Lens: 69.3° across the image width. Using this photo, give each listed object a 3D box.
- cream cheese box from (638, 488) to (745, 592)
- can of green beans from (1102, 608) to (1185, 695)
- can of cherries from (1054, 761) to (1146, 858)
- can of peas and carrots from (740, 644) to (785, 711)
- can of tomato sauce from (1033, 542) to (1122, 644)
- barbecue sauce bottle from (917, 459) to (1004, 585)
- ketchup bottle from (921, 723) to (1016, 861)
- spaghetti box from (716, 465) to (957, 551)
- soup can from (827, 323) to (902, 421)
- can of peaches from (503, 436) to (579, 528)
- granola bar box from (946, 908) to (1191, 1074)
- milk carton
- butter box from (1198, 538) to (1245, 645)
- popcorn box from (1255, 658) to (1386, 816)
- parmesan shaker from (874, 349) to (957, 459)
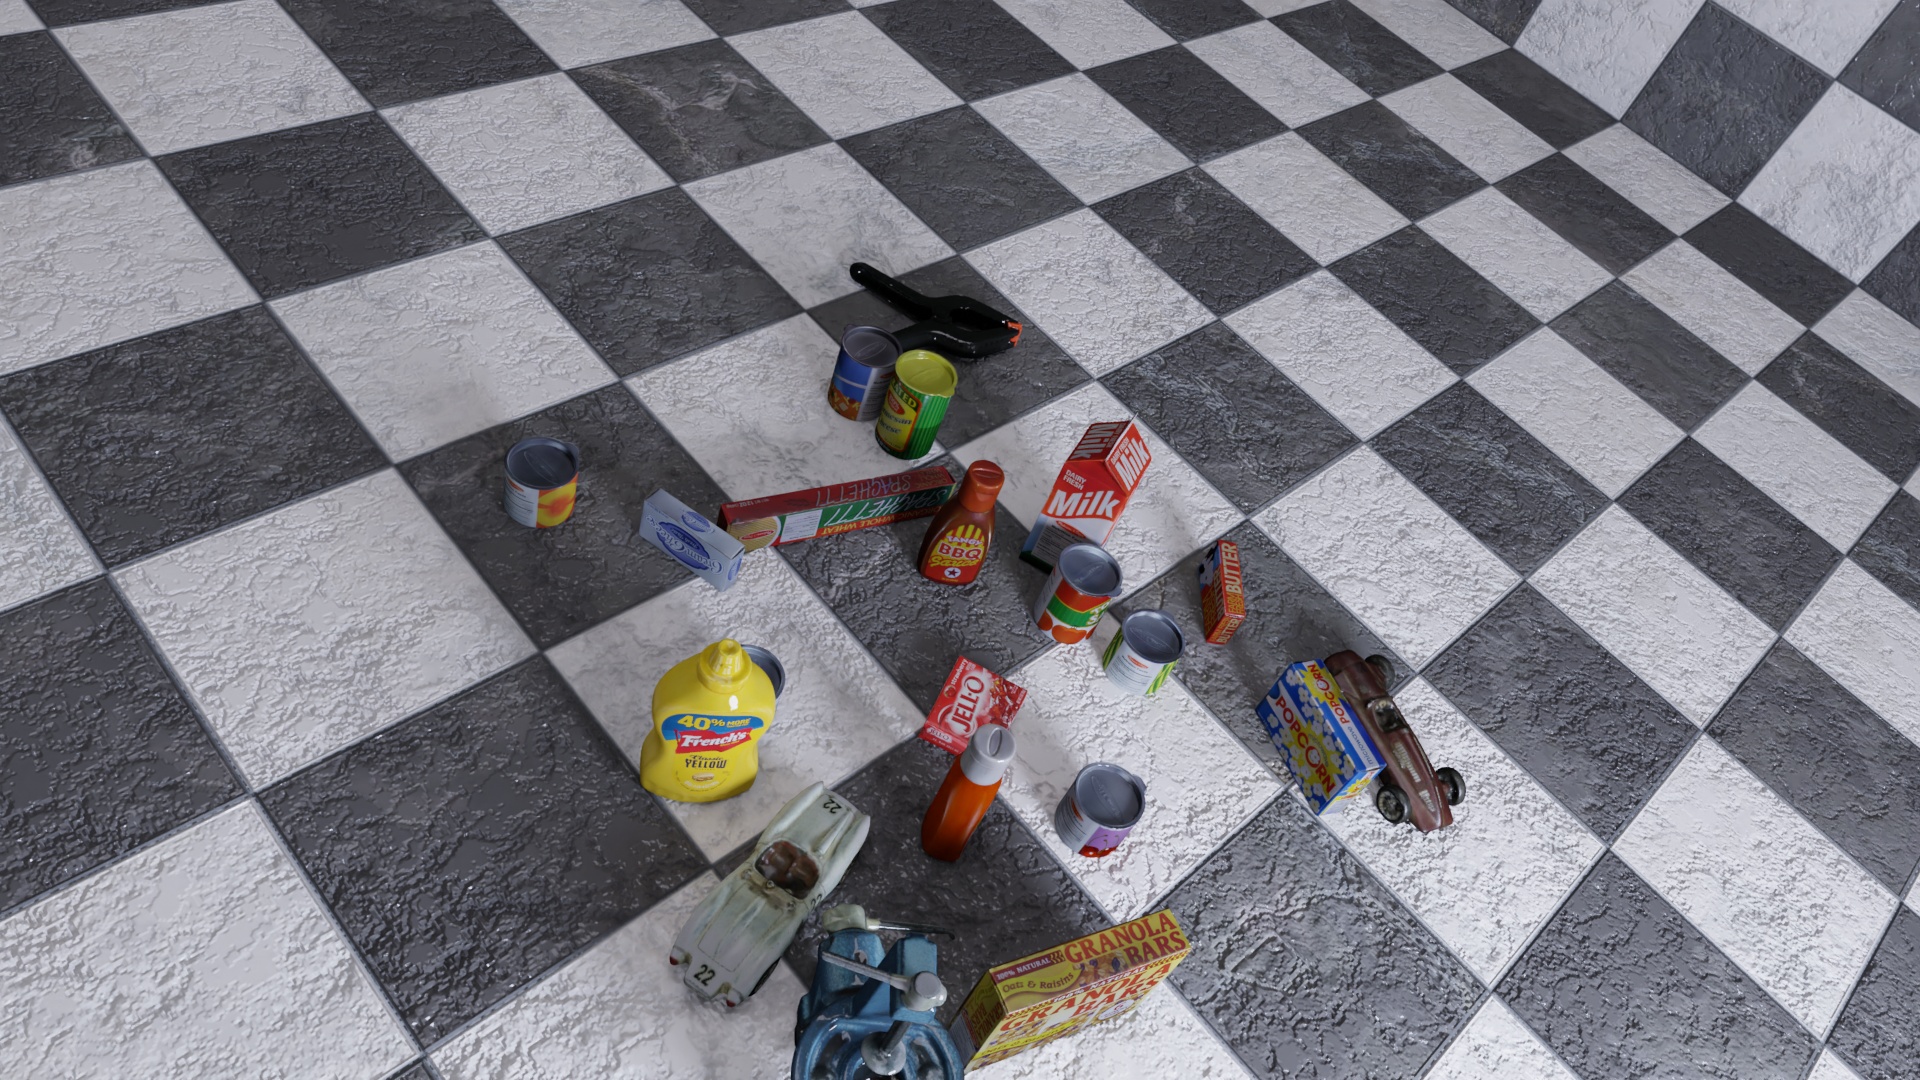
[{"bbox_3d":[-0.253,0.000,1.306,0.104,0.053,0.024,33,47,10],"label":"cream cheese box"},{"bbox_3d":[0.180,0.110,1.367,0.071,0.057,0.071,11,48,-12],"label":"can of green beans"},{"bbox_3d":[0.125,0.239,1.233,0.071,0.058,0.072,11,48,-12],"label":"can of cherries"},{"bbox_3d":[-0.192,0.133,1.208,0.071,0.058,0.071,11,48,-12],"label":"can of peas and carrots"},{"bbox_3d":[0.117,0.055,1.375,0.071,0.082,0.071,11,48,-12],"label":"can of tomato sauce"},{"bbox_3d":[0.005,-0.017,1.351,0.065,0.147,0.044,9,48,-13],"label":"barbecue sauce bottle"},{"bbox_3d":[0.007,0.206,1.156,0.043,0.148,0.065,20,47,-3],"label":"ketchup bottle"},{"bbox_3d":[-0.122,-0.031,1.384,0.251,0.049,0.029,-12,56,-29],"label":"spaghetti box"},{"bbox_3d":[-0.106,-0.182,1.499,0.071,0.083,0.072,11,48,-12],"label":"soup can"},{"bbox_3d":[-0.391,-0.055,1.300,0.071,0.057,0.071,11,48,-12],"label":"can of peaches"},{"bbox_3d":[0.081,0.348,1.076,0.166,0.123,0.039,-10,55,-27],"label":"granola bar box"},{"bbox_3d":[0.131,-0.045,1.394,0.073,0.189,0.073,30,47,6],"label":"milk carton"},{"bbox_3d":[0.273,0.054,1.454,0.024,0.052,0.104,12,47,-10],"label":"butter box"},{"bbox_3d":[0.345,0.189,1.340,0.038,0.084,0.127,-8,54,-26],"label":"popcorn box"},{"bbox_3d":[-0.047,-0.140,1.471,0.071,0.102,0.072,11,48,-12],"label":"parmesan shaker"}]
